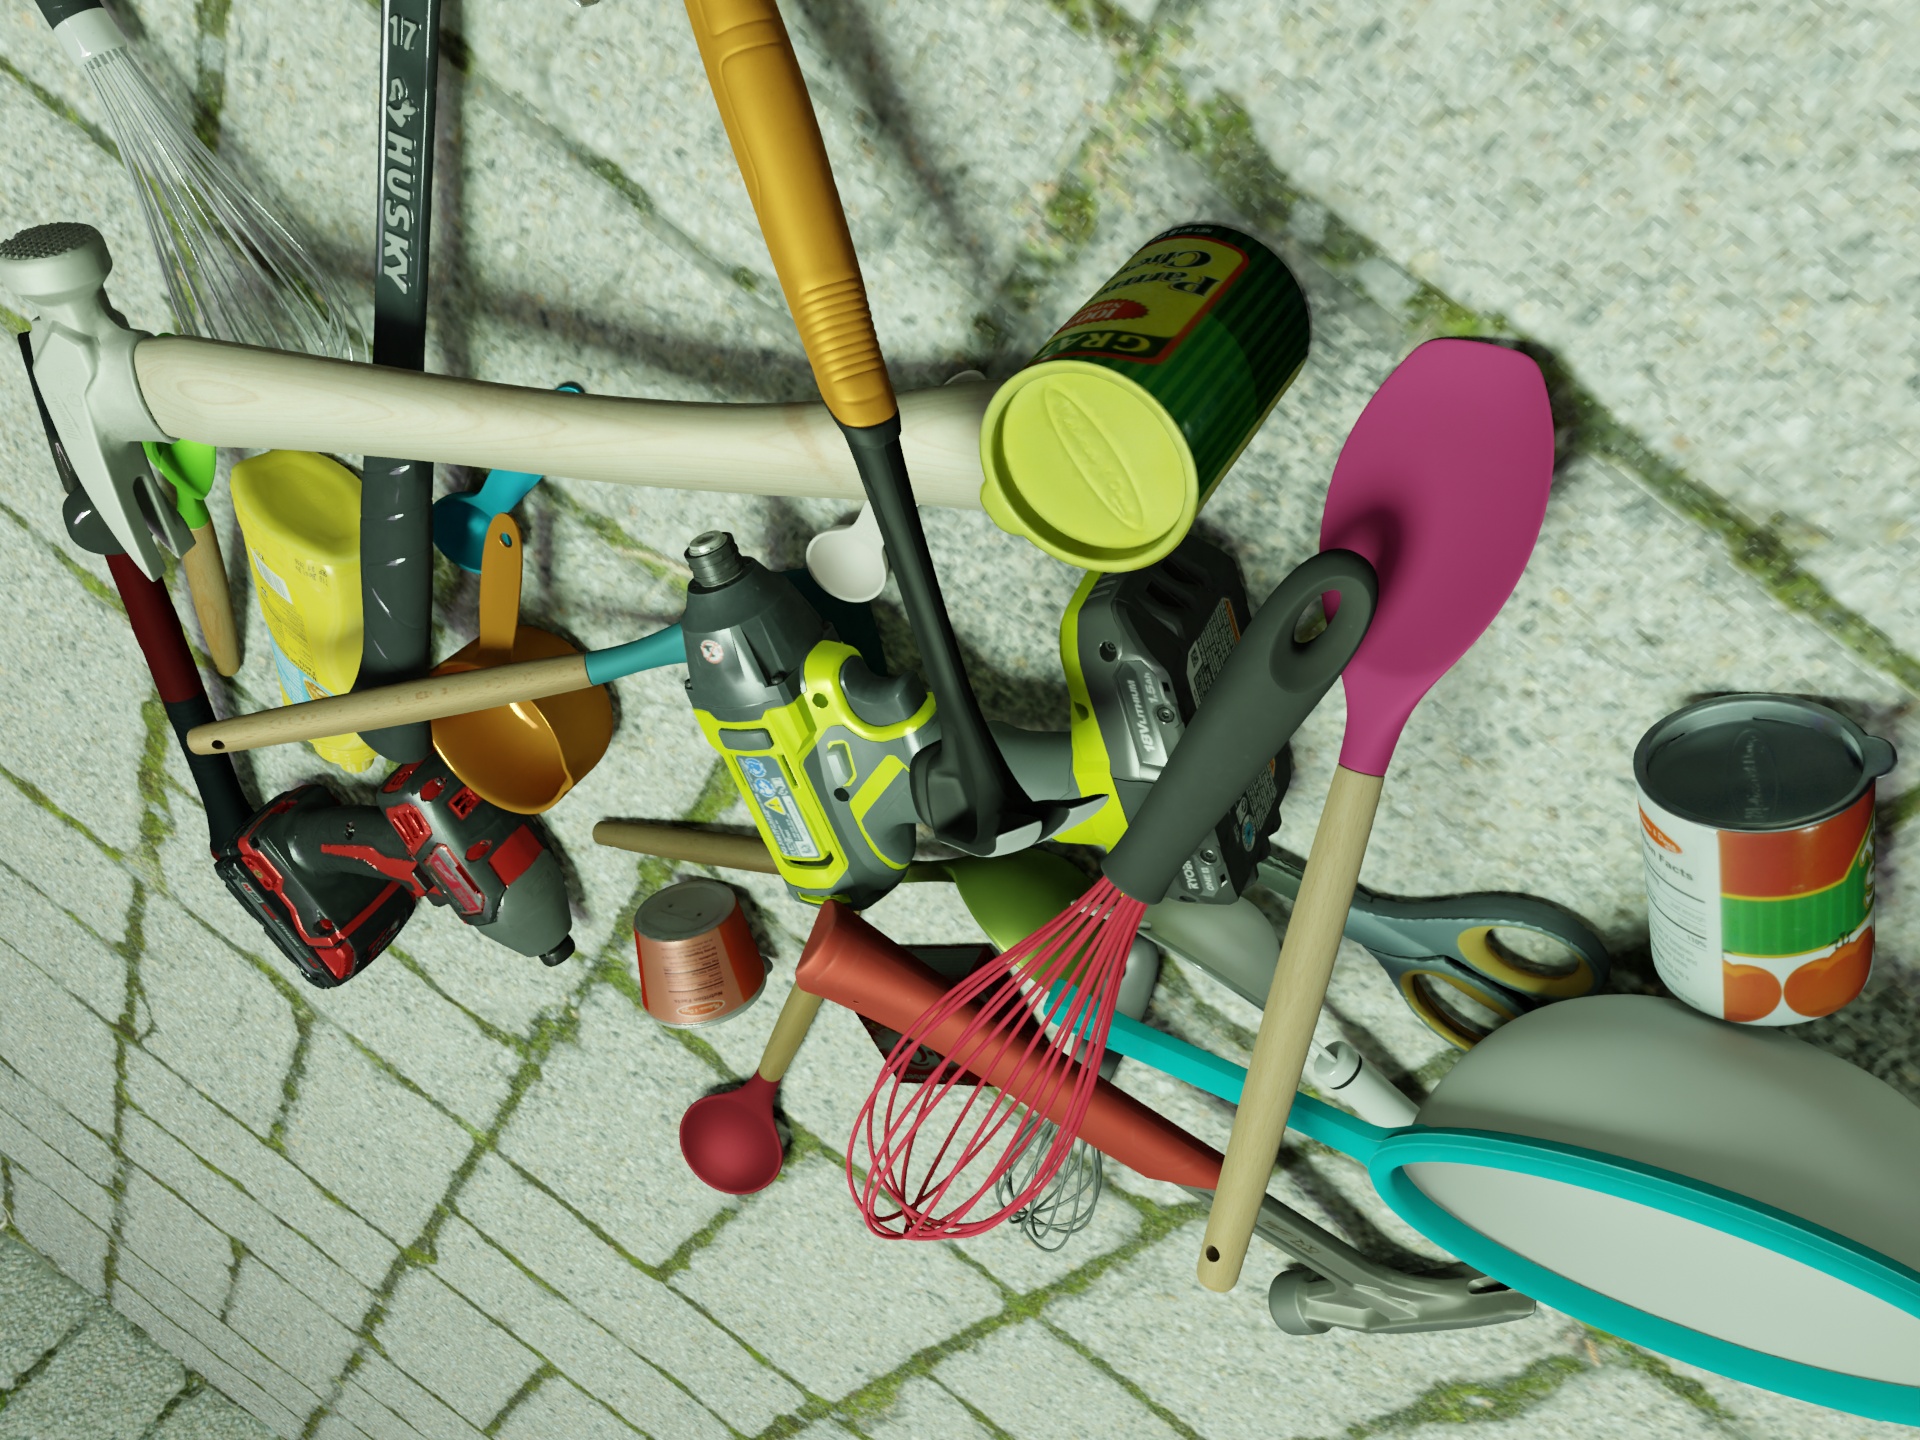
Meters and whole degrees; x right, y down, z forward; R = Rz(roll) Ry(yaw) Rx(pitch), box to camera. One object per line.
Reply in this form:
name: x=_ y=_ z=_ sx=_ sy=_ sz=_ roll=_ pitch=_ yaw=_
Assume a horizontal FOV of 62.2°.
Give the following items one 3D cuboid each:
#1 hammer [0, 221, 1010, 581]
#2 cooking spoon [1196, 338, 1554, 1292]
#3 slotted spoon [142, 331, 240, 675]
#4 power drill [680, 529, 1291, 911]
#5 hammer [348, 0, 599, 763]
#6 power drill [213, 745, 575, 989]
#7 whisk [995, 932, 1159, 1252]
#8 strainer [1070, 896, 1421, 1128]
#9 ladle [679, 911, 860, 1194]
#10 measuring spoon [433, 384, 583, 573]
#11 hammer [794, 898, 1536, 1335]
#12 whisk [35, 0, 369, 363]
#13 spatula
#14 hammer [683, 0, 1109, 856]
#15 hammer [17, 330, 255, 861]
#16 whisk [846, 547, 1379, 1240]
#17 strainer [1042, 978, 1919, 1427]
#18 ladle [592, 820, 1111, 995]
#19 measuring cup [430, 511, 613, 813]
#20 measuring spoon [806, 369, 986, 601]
hammer: x=-0.158 y=-0.102 z=0.602 sx=0.410 sy=0.038 sz=0.146 roll=7 pitch=130 yaw=11
cooking spoon: x=0.121 y=0.040 z=0.507 sx=0.069 sy=0.017 sz=0.319 roll=22 pitch=105 yaw=36
slotted spoon: x=-0.384 y=-0.089 z=0.803 sx=0.070 sy=0.031 sz=0.313 roll=60 pitch=153 yaw=11
power drill: x=-0.001 y=-0.002 z=0.612 sx=0.223 sy=0.080 sz=0.171 roll=-1 pitch=125 yaw=31
hammer: x=-0.222 y=-0.142 z=0.644 sx=0.149 sy=0.036 sz=0.408 roll=25 pitch=129 yaw=10
power drill: x=-0.323 y=0.092 z=0.931 sx=0.220 sy=0.079 sz=0.143 roll=-12 pitch=119 yaw=37
whisk: x=0.059 y=0.184 z=0.771 sx=0.055 sy=0.055 sz=0.238 roll=25 pitch=133 yaw=14
strainer: x=0.154 y=0.138 z=0.670 sx=0.258 sy=0.050 sz=0.087 roll=41 pitch=175 yaw=-14
ladle: x=-0.103 y=0.186 z=0.898 sx=0.069 sy=0.031 sz=0.315 roll=31 pitch=136 yaw=4
measuring spoon: x=-0.197 y=-0.112 z=0.711 sx=0.042 sy=0.021 sz=0.128 roll=40 pitch=130 yaw=-15
hammer: x=0.083 y=0.182 z=0.700 sx=0.358 sy=0.037 sz=0.149 roll=35 pitch=141 yaw=-19
whisk: x=-0.337 y=-0.250 z=0.655 sx=0.070 sy=0.070 sz=0.284 roll=-11 pitch=114 yaw=40
spatula: x=-0.190 y=-0.014 z=0.701 sx=0.317 sy=0.044 sz=0.082 roll=-10 pitch=125 yaw=3
hammer: x=-0.037 y=-0.120 z=0.481 sx=0.127 sy=0.034 sz=0.337 roll=-178 pitch=69 yaw=-77
hammer: x=-0.454 y=-0.041 z=0.909 sx=0.143 sy=0.038 sz=0.386 roll=59 pitch=154 yaw=27
whisk: x=0.047 y=0.068 z=0.527 sx=0.073 sy=0.073 sz=0.295 roll=33 pitch=111 yaw=5
strainer: x=0.201 y=0.134 z=0.570 sx=0.340 sy=0.095 sz=0.210 roll=21 pitch=158 yaw=18
ladle: x=-0.068 y=0.080 z=0.760 sx=0.320 sy=0.062 sz=0.078 roll=4 pitch=165 yaw=36
measuring cup: x=-0.205 y=-0.035 z=0.757 sx=0.095 sy=0.052 sz=0.173 roll=27 pitch=130 yaw=13
measuring spoon: x=-0.021 y=-0.091 z=0.610 sx=0.034 sy=0.018 sz=0.124 roll=34 pitch=132 yaw=-8
